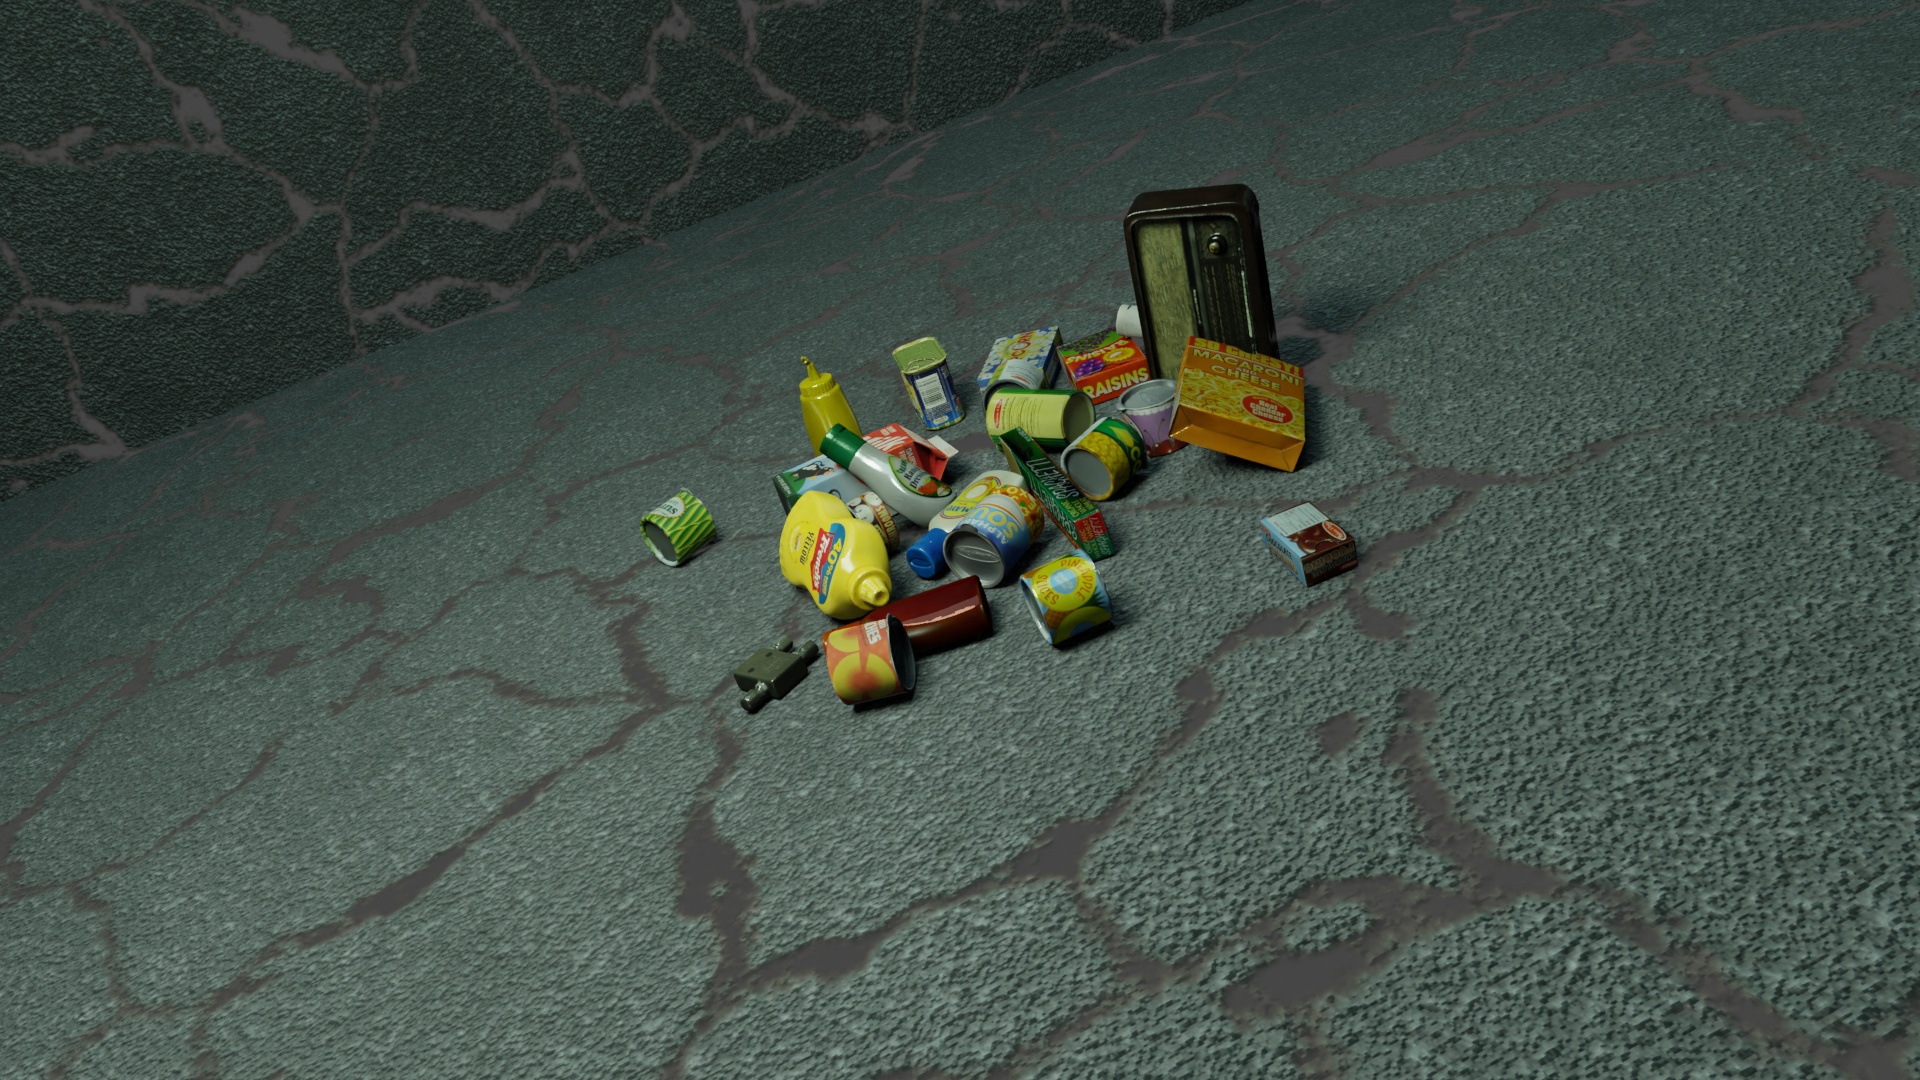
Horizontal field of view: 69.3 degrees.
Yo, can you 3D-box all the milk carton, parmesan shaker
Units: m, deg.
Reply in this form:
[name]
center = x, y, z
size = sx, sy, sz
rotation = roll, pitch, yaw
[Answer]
[milk carton]
center = -0.098, -0.066, 1.506
size = 0.191, 0.073, 0.072
rotation = -25, 27, -11
[parmesan shaker]
center = 0.088, -0.129, 1.512
size = 0.103, 0.071, 0.072
rotation = 7, 37, 40

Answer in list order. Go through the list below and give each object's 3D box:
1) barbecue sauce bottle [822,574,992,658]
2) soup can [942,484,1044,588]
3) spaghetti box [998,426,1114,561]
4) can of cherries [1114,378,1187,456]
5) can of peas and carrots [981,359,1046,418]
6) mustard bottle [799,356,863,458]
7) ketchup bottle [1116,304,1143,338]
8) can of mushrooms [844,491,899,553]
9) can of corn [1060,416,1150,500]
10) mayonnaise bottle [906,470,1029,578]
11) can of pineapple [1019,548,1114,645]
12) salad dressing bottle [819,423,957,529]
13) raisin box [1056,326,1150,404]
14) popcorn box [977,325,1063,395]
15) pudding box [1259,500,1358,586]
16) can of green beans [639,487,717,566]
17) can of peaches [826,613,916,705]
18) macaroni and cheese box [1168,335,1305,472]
[barbecue sauce bottle]
center = -0.048, 0.077, 1.237
size = 0.148, 0.043, 0.065
rotation = -18, 26, 5
[soup can]
center = 0.032, -0.007, 1.308
size = 0.071, 0.071, 0.084
rotation = 1, 33, 35
[spaghetti box]
center = 0.091, -0.050, 1.373
size = 0.029, 0.050, 0.251
rotation = -24, 27, -5
[can of cherries]
center = 0.199, -0.126, 1.434
size = 0.071, 0.058, 0.072
rotation = -15, 28, 8
[can of peas and carrots]
center = 0.061, -0.166, 1.597
size = 0.071, 0.070, 0.059
rotation = -9, 28, 20
[mustard bottle]
center = -0.148, -0.138, 1.579
size = 0.049, 0.159, 0.065
rotation = -35, 31, -30
[ketchup bottle]
center = 0.255, -0.244, 1.593
size = 0.149, 0.043, 0.065
rotation = 9, 27, 18
[can of mushrooms]
center = -0.091, -0.014, 1.409
size = 0.033, 0.070, 0.071
rotation = -28, 27, -17
[can of corn]
center = 0.144, -0.079, 1.378
size = 0.071, 0.071, 0.058
rotation = 8, 39, 44
[mayonnaise bottle]
center = 0.005, -0.017, 1.379
size = 0.065, 0.041, 0.149
rotation = 6, 36, 41
[can of pineapple]
center = 0.089, 0.047, 1.171
size = 0.058, 0.070, 0.071
rotation = -24, 27, -7
[salad dressing bottle]
center = -0.076, -0.067, 1.431
size = 0.148, 0.043, 0.064
rotation = 33, 31, 6
[raisin box]
center = 0.168, -0.206, 1.626
size = 0.086, 0.040, 0.124
rotation = -18, 27, 2
[popcorn box]
center = 0.076, -0.215, 1.706
size = 0.085, 0.038, 0.127
rotation = -10, 28, 20
[pudding box]
center = 0.290, 0.002, 1.163
size = 0.050, 0.030, 0.084
rotation = -21, 27, -5
[can of green beans]
center = -0.317, -0.013, 1.561
size = 0.071, 0.071, 0.058
rotation = 10, 39, 45
[can of peaches]
center = -0.076, 0.101, 1.180
size = 0.058, 0.071, 0.071
rotation = -15, 27, 13
[macaroni and cheese box]
center = 0.275, -0.138, 1.367
size = 0.124, 0.040, 0.167
rotation = 17, 34, 3
